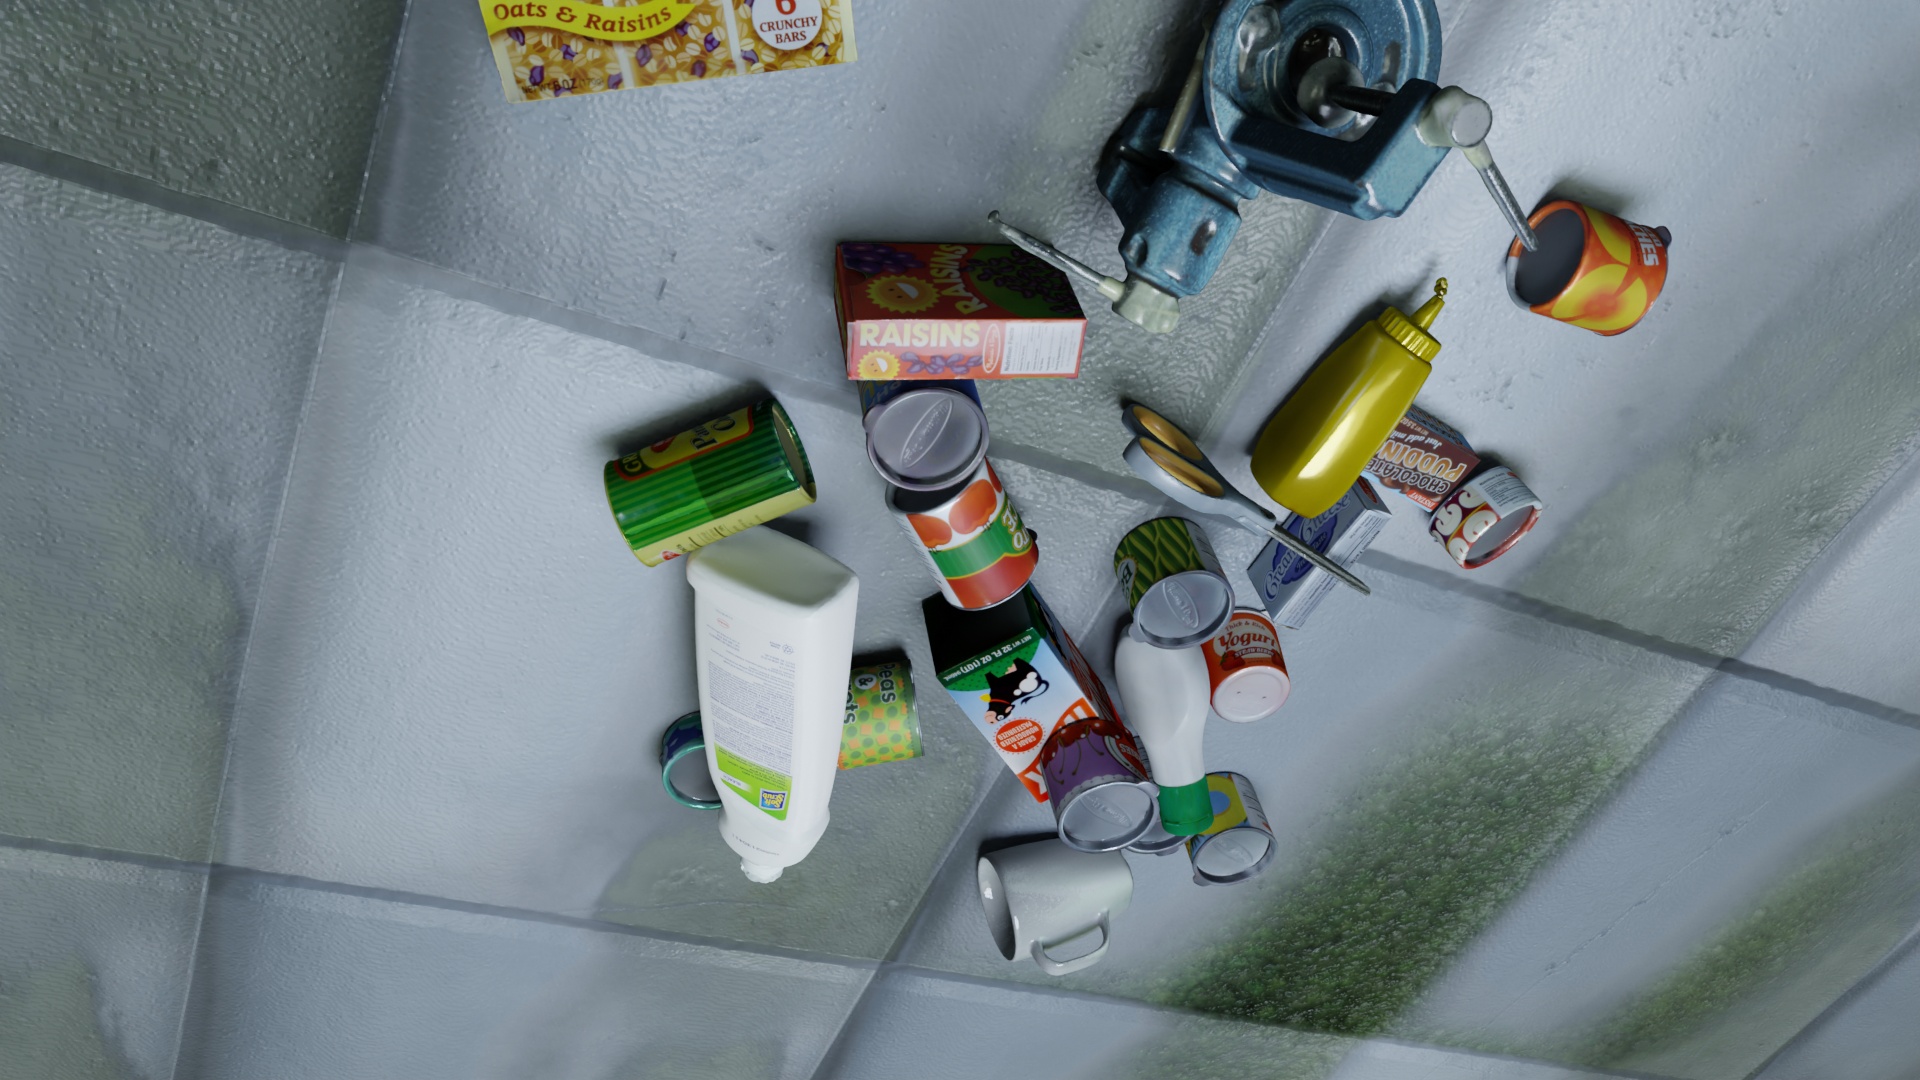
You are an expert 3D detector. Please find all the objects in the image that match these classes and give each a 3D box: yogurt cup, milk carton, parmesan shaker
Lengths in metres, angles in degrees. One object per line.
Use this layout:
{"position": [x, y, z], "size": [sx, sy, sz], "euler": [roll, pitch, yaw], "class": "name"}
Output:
{"position": [0.194, 0.089, 0.961], "size": [0.072, 0.054, 0.072], "euler": [-5, 128, -6], "class": "yogurt cup"}
{"position": [0.054, 0.108, 0.936], "size": [0.072, 0.074, 0.190], "euler": [-28, 127, 10], "class": "milk carton"}
{"position": [-0.142, -0.034, 0.798], "size": [0.103, 0.071, 0.071], "euler": [-21, 128, 5], "class": "parmesan shaker"}

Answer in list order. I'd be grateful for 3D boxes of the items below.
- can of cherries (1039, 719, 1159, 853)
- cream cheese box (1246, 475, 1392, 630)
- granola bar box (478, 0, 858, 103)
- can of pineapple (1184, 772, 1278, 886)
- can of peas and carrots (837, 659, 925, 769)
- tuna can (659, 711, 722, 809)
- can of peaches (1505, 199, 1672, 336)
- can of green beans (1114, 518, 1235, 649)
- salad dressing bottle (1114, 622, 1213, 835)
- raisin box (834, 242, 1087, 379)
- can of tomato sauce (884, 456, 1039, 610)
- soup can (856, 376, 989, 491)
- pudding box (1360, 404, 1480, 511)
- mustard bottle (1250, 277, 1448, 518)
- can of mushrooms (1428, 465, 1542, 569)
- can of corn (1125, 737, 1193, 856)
{"position": [0.091, 0.157, 0.896], "size": [0.071, 0.059, 0.071], "euler": [-6, 127, -7], "class": "can of cherries"}
{"position": [0.231, 0.004, 0.903], "size": [0.024, 0.053, 0.103], "euler": [18, 122, -25], "class": "cream cheese box"}
{"position": [-0.137, -0.273, 0.630], "size": [0.166, 0.039, 0.123], "euler": [-8, 129, -4], "class": "granola bar box"}
{"position": [0.200, 0.221, 1.060], "size": [0.071, 0.058, 0.070], "euler": [-5, 128, -7], "class": "can of pineapple"}
{"position": [-0.057, 0.114, 0.924], "size": [0.059, 0.071, 0.070], "euler": [-9, 128, -3], "class": "can of peas and carrots"}
{"position": [-0.174, 0.152, 0.952], "size": [0.071, 0.033, 0.070], "euler": [-6, 127, -7], "class": "tuna can"}
{"position": [0.359, -0.158, 0.795], "size": [0.058, 0.071, 0.071], "euler": [12, 124, -18], "class": "can of peaches"}
{"position": [0.138, 0.028, 0.900], "size": [0.071, 0.058, 0.071], "euler": [-5, 128, -7], "class": "can of green beans"}
{"position": [0.143, 0.127, 0.948], "size": [0.064, 0.044, 0.147], "euler": [-1, 106, 39], "class": "salad dressing bottle"}
{"position": [-0.003, -0.123, 0.740], "size": [0.123, 0.086, 0.039], "euler": [-2, 129, -10], "class": "raisin box"}
{"position": [0.003, -0.011, 0.841], "size": [0.071, 0.071, 0.082], "euler": [-25, 127, 9], "class": "can of tomato sauce"}
{"position": [-0.025, -0.079, 0.771], "size": [0.071, 0.084, 0.071], "euler": [-5, 127, -7], "class": "soup can"}
{"position": [0.280, -0.057, 0.880], "size": [0.083, 0.030, 0.049], "euler": [24, 120, -26], "class": "pudding box"}
{"position": [0.240, -0.088, 0.829], "size": [0.049, 0.065, 0.159], "euler": [27, 114, -23], "class": "mustard bottle"}
{"position": [0.343, -0.013, 0.909], "size": [0.071, 0.033, 0.070], "euler": [-25, 148, -16], "class": "can of mushrooms"}
{"position": [0.139, 0.189, 1.023], "size": [0.071, 0.058, 0.070], "euler": [-5, 128, -7], "class": "can of corn"}
